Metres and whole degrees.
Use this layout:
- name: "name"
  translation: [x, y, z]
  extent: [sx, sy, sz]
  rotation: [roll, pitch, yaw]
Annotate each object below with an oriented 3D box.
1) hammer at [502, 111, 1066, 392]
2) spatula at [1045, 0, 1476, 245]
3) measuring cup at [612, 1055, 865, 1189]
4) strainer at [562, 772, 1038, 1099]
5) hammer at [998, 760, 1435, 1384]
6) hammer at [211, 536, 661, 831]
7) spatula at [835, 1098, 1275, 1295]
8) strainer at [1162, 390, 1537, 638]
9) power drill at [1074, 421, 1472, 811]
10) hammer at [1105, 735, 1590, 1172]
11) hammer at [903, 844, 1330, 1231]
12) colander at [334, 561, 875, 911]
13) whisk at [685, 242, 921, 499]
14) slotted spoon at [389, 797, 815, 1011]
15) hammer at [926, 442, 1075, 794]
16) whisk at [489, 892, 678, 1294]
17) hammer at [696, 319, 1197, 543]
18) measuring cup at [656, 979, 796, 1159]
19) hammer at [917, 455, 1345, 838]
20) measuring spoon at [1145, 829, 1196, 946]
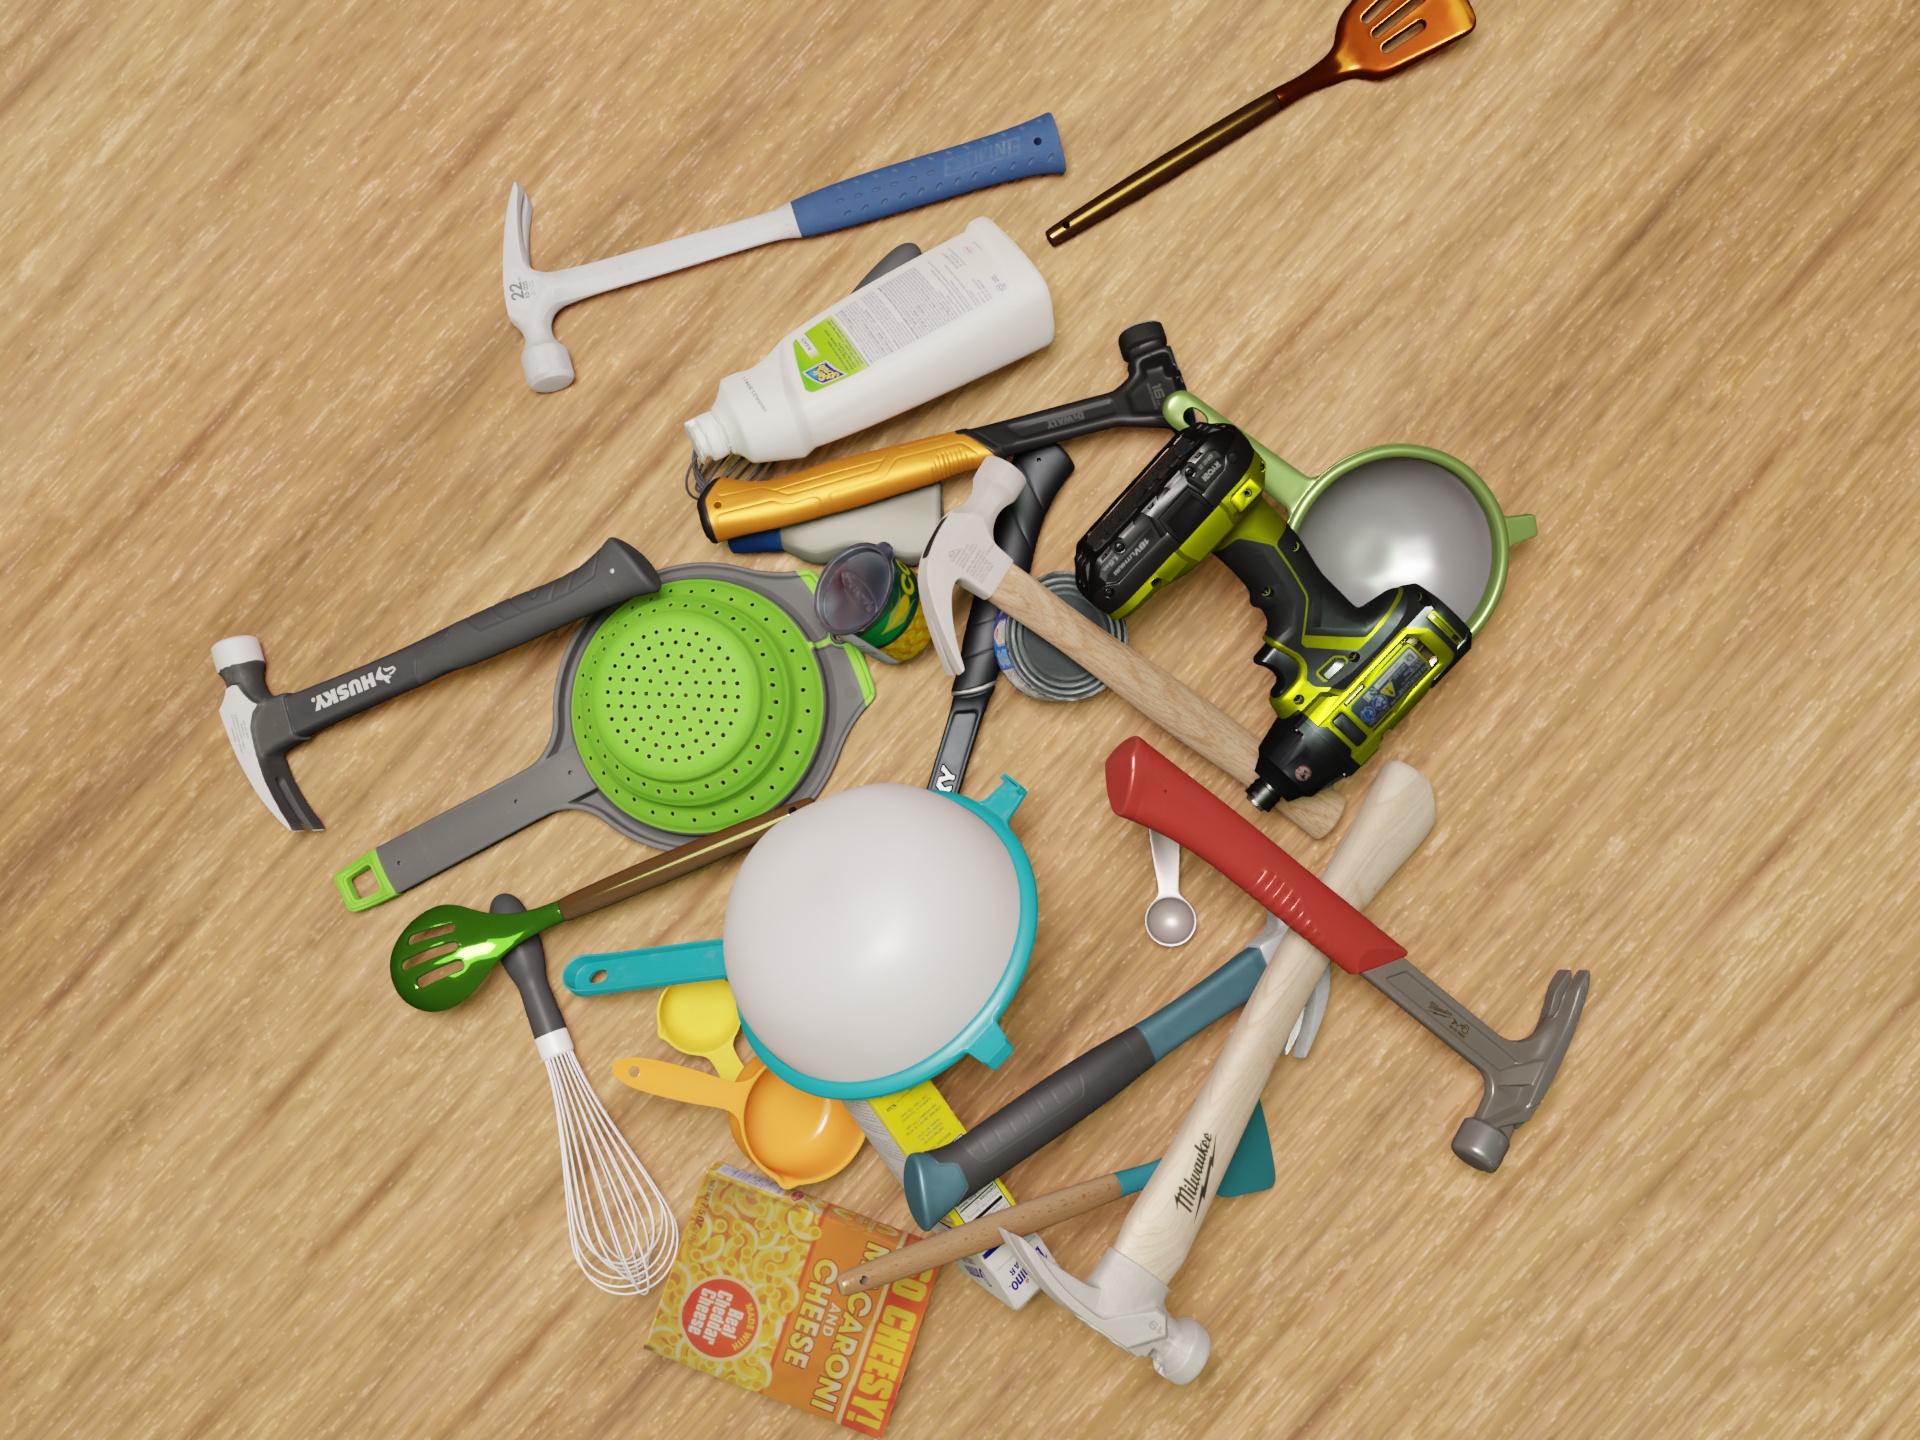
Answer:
- name: "hammer"
  translation: [-0.128, -0.356, 1.121]
  extent: [0.405, 0.035, 0.144]
  rotation: [-16, 85, 2]
- name: "spatula"
  translation: [0.199, -0.423, 1.105]
  extent: [0.322, 0.041, 0.081]
  rotation: [-31, 85, 1]
- name: "measuring cup"
  translation: [-0.146, 0.243, 1.034]
  extent: [0.173, 0.052, 0.095]
  rotation: [19, 79, -19]
- name: "strainer"
  translation: [-0.124, 0.125, 0.987]
  extent: [0.340, 0.095, 0.211]
  rotation: [-11, 53, 22]
- name: "hammer"
  translation: [0.182, 0.191, 0.995]
  extent: [0.146, 0.038, 0.411]
  rotation: [38, 71, -14]
- name: "hammer"
  translation: [-0.351, -0.039, 1.072]
  extent: [0.335, 0.035, 0.146]
  rotation: [-21, 82, 14]
- name: "spatula"
  translation: [0.069, 0.296, 0.982]
  extent: [0.317, 0.044, 0.082]
  rotation: [-12, 87, -23]
- name: "strainer"
  translation: [0.236, -0.138, 1.048]
  extent: [0.256, 0.069, 0.151]
  rotation: [34, 99, -7]
- name: "power drill"
  translation: [0.184, -0.061, 0.990]
  extent: [0.223, 0.080, 0.171]
  rotation: [41, 97, -13]
- name: "hammer"
  translation: [0.238, 0.121, 0.988]
  extent: [0.359, 0.037, 0.149]
  rotation: [38, 71, -12]
- name: "hammer"
  translation: [0.103, 0.209, 0.996]
  extent: [0.331, 0.033, 0.128]
  rotation: [-28, 97, -23]
- name: "colander"
  translation: [-0.254, 0.026, 1.065]
  extent: [0.397, 0.094, 0.204]
  rotation: [-28, 84, 0]
- name: "whisk"
  translation: [-0.107, -0.243, 1.105]
  extent: [0.055, 0.055, 0.239]
  rotation: [39, 84, 6]
- name: "slotted spoon"
  translation: [-0.241, 0.114, 1.056]
  extent: [0.314, 0.031, 0.070]
  rotation: [-22, 72, 3]
- name: "hammer"
  translation: [-0.002, -0.003, 1.084]
  extent: [0.149, 0.036, 0.409]
  rotation: [16, 86, 6]
- name: "whisk"
  translation: [-0.262, 0.249, 1.070]
  extent: [0.070, 0.070, 0.285]
  rotation: [-24, 79, 1]
- name: "hammer"
  translation: [-0.008, -0.169, 1.061]
  extent: [0.337, 0.034, 0.127]
  rotation: [-15, 71, -1]
- name: "measuring cup"
  translation: [-0.152, 0.238, 1.081]
  extent: [0.062, 0.029, 0.156]
  rotation: [-28, 96, -2]
- name: "hammer"
  translation: [0.115, -0.023, 1.032]
  extent: [0.331, 0.031, 0.130]
  rotation: [35, 79, -12]
- name: "measuring spoon"
  translation: [0.139, 0.091, 1.080]
  extent: [0.034, 0.018, 0.124]
  rotation: [-3, 78, 3]
